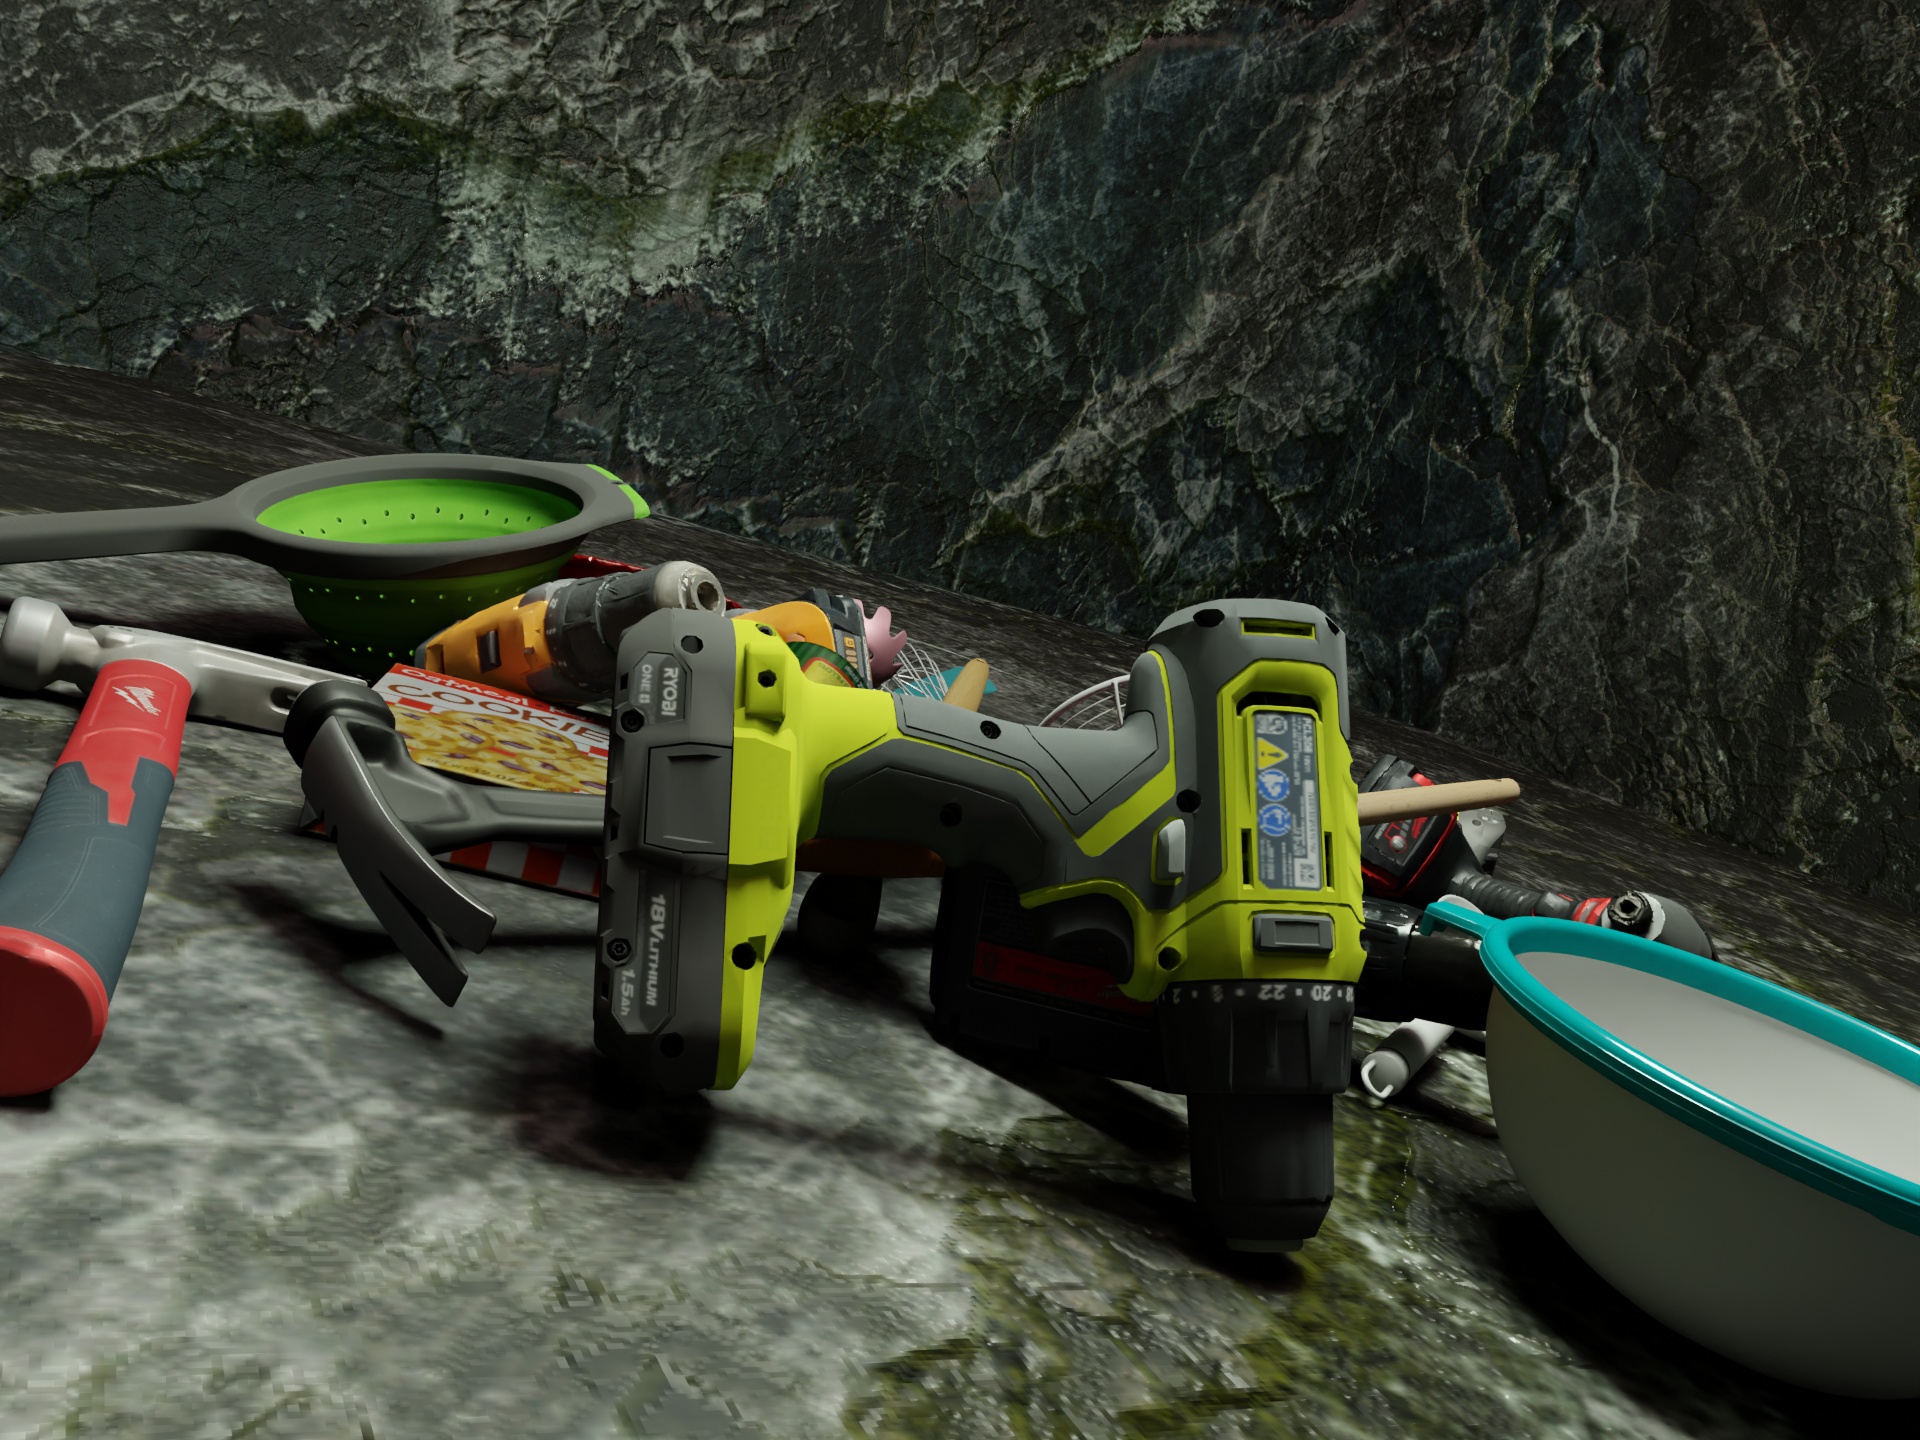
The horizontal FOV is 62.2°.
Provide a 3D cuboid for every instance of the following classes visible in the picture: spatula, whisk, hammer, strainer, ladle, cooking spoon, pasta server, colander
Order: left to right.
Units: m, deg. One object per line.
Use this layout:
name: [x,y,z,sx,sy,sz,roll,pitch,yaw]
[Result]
hammer: [-0.265,0.025,0.529,0.143,0.038,0.387,15,8,-26]
colander: [-0.368,-0.070,0.847,0.397,0.094,0.205,-9,25,-27]
pasta server: [-0.190,-0.060,0.983,0.316,0.060,0.040,8,22,-7]
hammer: [-0.072,0.046,0.603,0.336,0.034,0.127,7,30,-48]
spatula: [-0.128,-0.048,1.295,0.317,0.044,0.082,12,12,-22]
whisk: [-0.044,0.051,0.759,0.073,0.073,0.296,17,15,-1]
whisk: [-0.010,0.009,1.135,0.070,0.070,0.285,13,14,-25]
ladle: [-0.006,0.003,0.727,0.069,0.031,0.315,25,13,1]
cooking spoon: [0.173,0.051,0.822,0.318,0.017,0.069,-5,7,-29]
strainer: [0.226,0.138,0.755,0.258,0.050,0.087,-8,69,-60]
strainer: [0.267,0.167,0.460,0.211,0.095,0.340,16,13,-11]

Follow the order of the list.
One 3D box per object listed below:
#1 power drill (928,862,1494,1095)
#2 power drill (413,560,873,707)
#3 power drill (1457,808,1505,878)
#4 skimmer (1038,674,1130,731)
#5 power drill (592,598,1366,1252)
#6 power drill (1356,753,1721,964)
power drill: [0.114,0.092,0.627,0.188,0.080,0.226,8,-1,33]
power drill: [-0.139,-0.034,0.834,0.185,0.084,0.226,-15,-12,36]
power drill: [0.274,0.076,1.164,0.223,0.080,0.171,16,7,16]
skimmer: [-0.001,-0.003,0.938,0.363,0.090,0.127,12,-20,40]
power drill: [0.011,0.056,0.467,0.228,0.191,0.080,4,-13,-13]
power drill: [0.324,0.106,0.914,0.220,0.078,0.143,27,-13,44]
